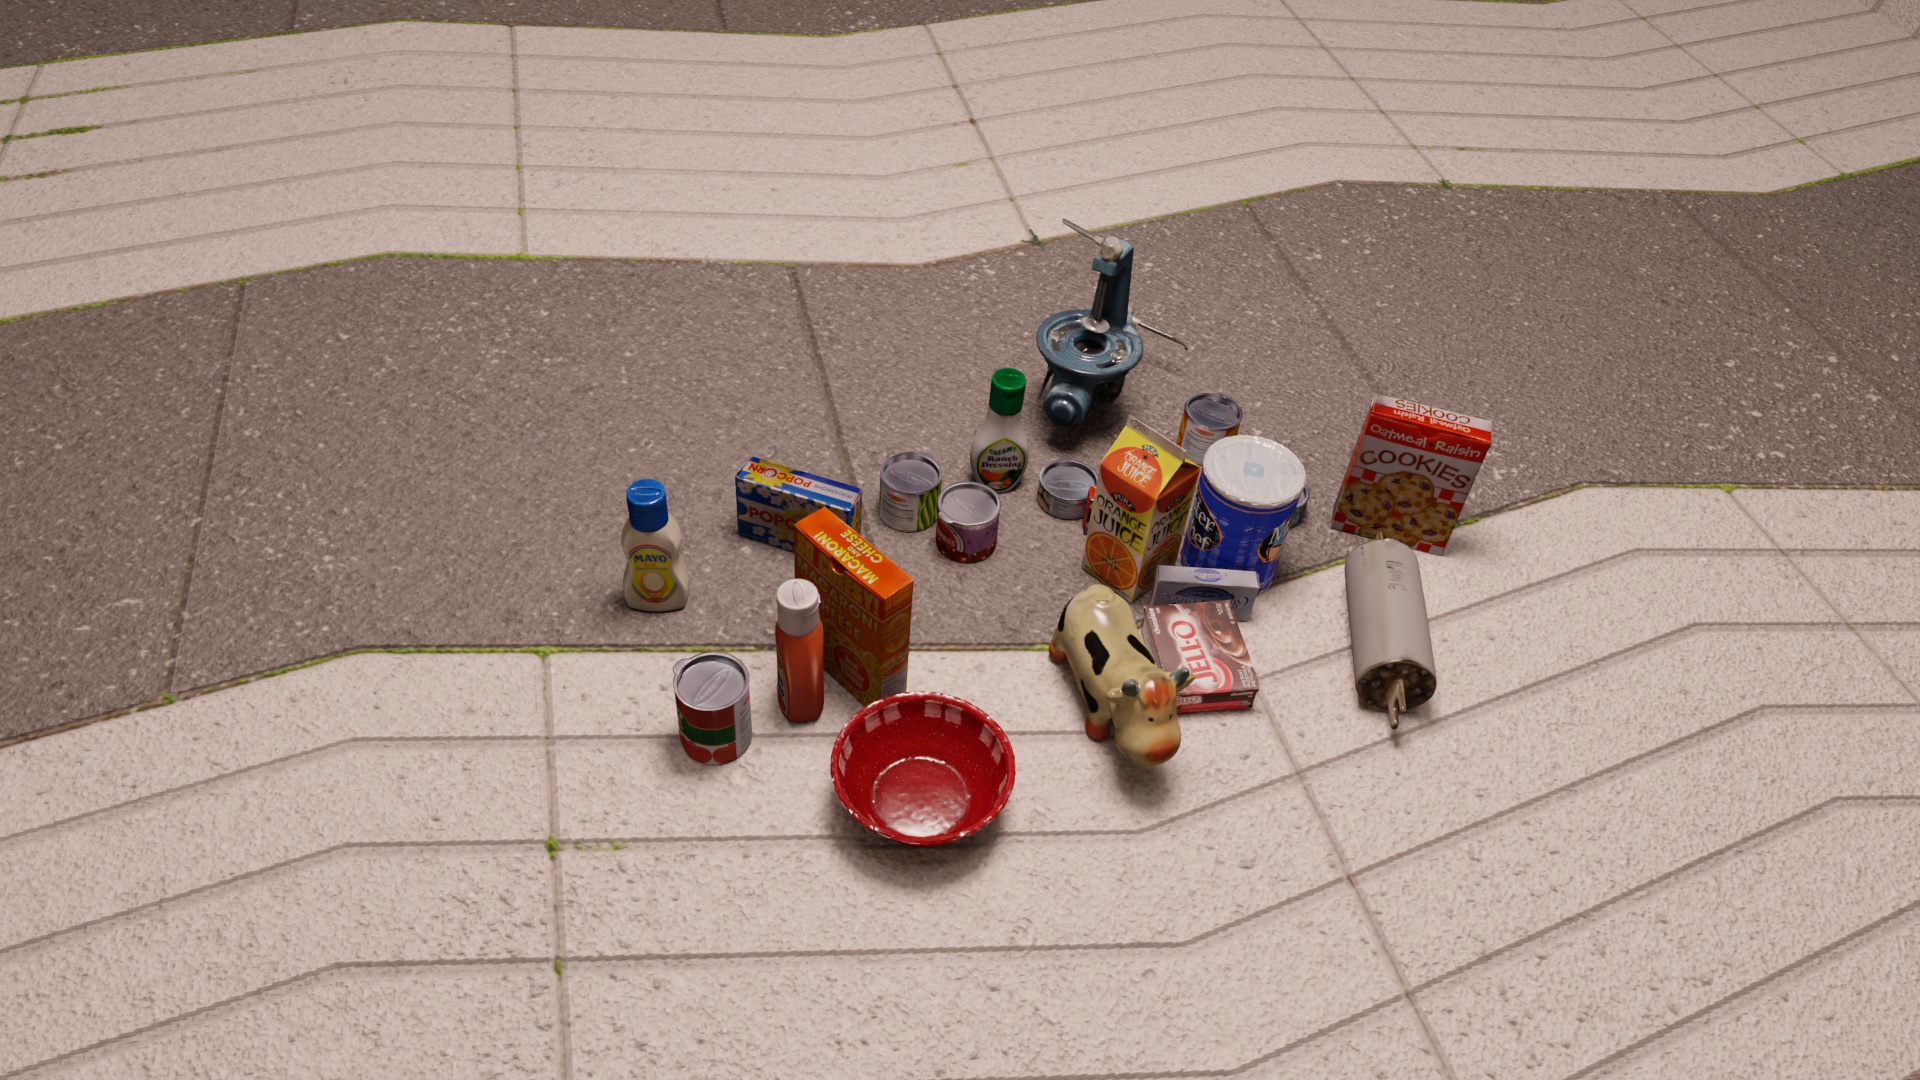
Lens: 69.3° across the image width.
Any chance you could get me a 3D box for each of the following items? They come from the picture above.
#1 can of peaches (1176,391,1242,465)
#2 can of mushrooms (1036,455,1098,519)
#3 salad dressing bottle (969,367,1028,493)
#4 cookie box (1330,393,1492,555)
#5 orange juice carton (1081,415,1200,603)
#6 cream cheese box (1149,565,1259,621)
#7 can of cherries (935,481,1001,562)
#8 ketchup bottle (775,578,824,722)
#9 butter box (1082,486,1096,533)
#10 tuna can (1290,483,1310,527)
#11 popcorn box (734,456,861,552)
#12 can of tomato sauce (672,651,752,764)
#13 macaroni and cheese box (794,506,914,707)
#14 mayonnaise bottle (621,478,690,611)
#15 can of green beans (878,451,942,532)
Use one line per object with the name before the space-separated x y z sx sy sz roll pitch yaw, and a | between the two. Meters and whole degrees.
can of peaches | 0.285 -0.128 1.590 0.071 0.057 0.071 3 45 -3
can of mushrooms | 0.118 -0.058 1.520 0.071 0.033 0.071 3 45 -3
salad dressing bottle | 0.045 -0.118 1.493 0.064 0.146 0.044 -1 45 -7
cookie box | 0.475 -0.067 1.471 0.123 0.166 0.040 15 46 9
orange juice carton | 0.182 -0.036 1.393 0.072 0.191 0.073 37 53 27
cream cheese box | 0.246 0.054 1.408 0.104 0.053 0.024 4 45 -2
can of cherries | 0.005 -0.018 1.452 0.071 0.058 0.072 3 45 -3
ketchup bottle | -0.146 0.097 1.258 0.043 0.148 0.065 -6 46 -11
butter box | 0.185 -0.031 1.486 0.103 0.052 0.024 2 45 -4
tuna can | 0.349 -0.047 1.533 0.071 0.032 0.071 3 45 -3
popcorn box | -0.165 -0.029 1.427 0.127 0.084 0.038 17 46 11
can of tomato sauce | -0.223 0.151 1.244 0.071 0.082 0.071 3 45 -3
macaroni and cheese box | -0.101 0.068 1.280 0.040 0.165 0.124 -33 56 -32
mayonnaise bottle | -0.297 0.006 1.335 0.065 0.147 0.041 1 45 -5
can of green beans | -0.054 -0.051 1.480 0.071 0.057 0.071 3 45 -3
